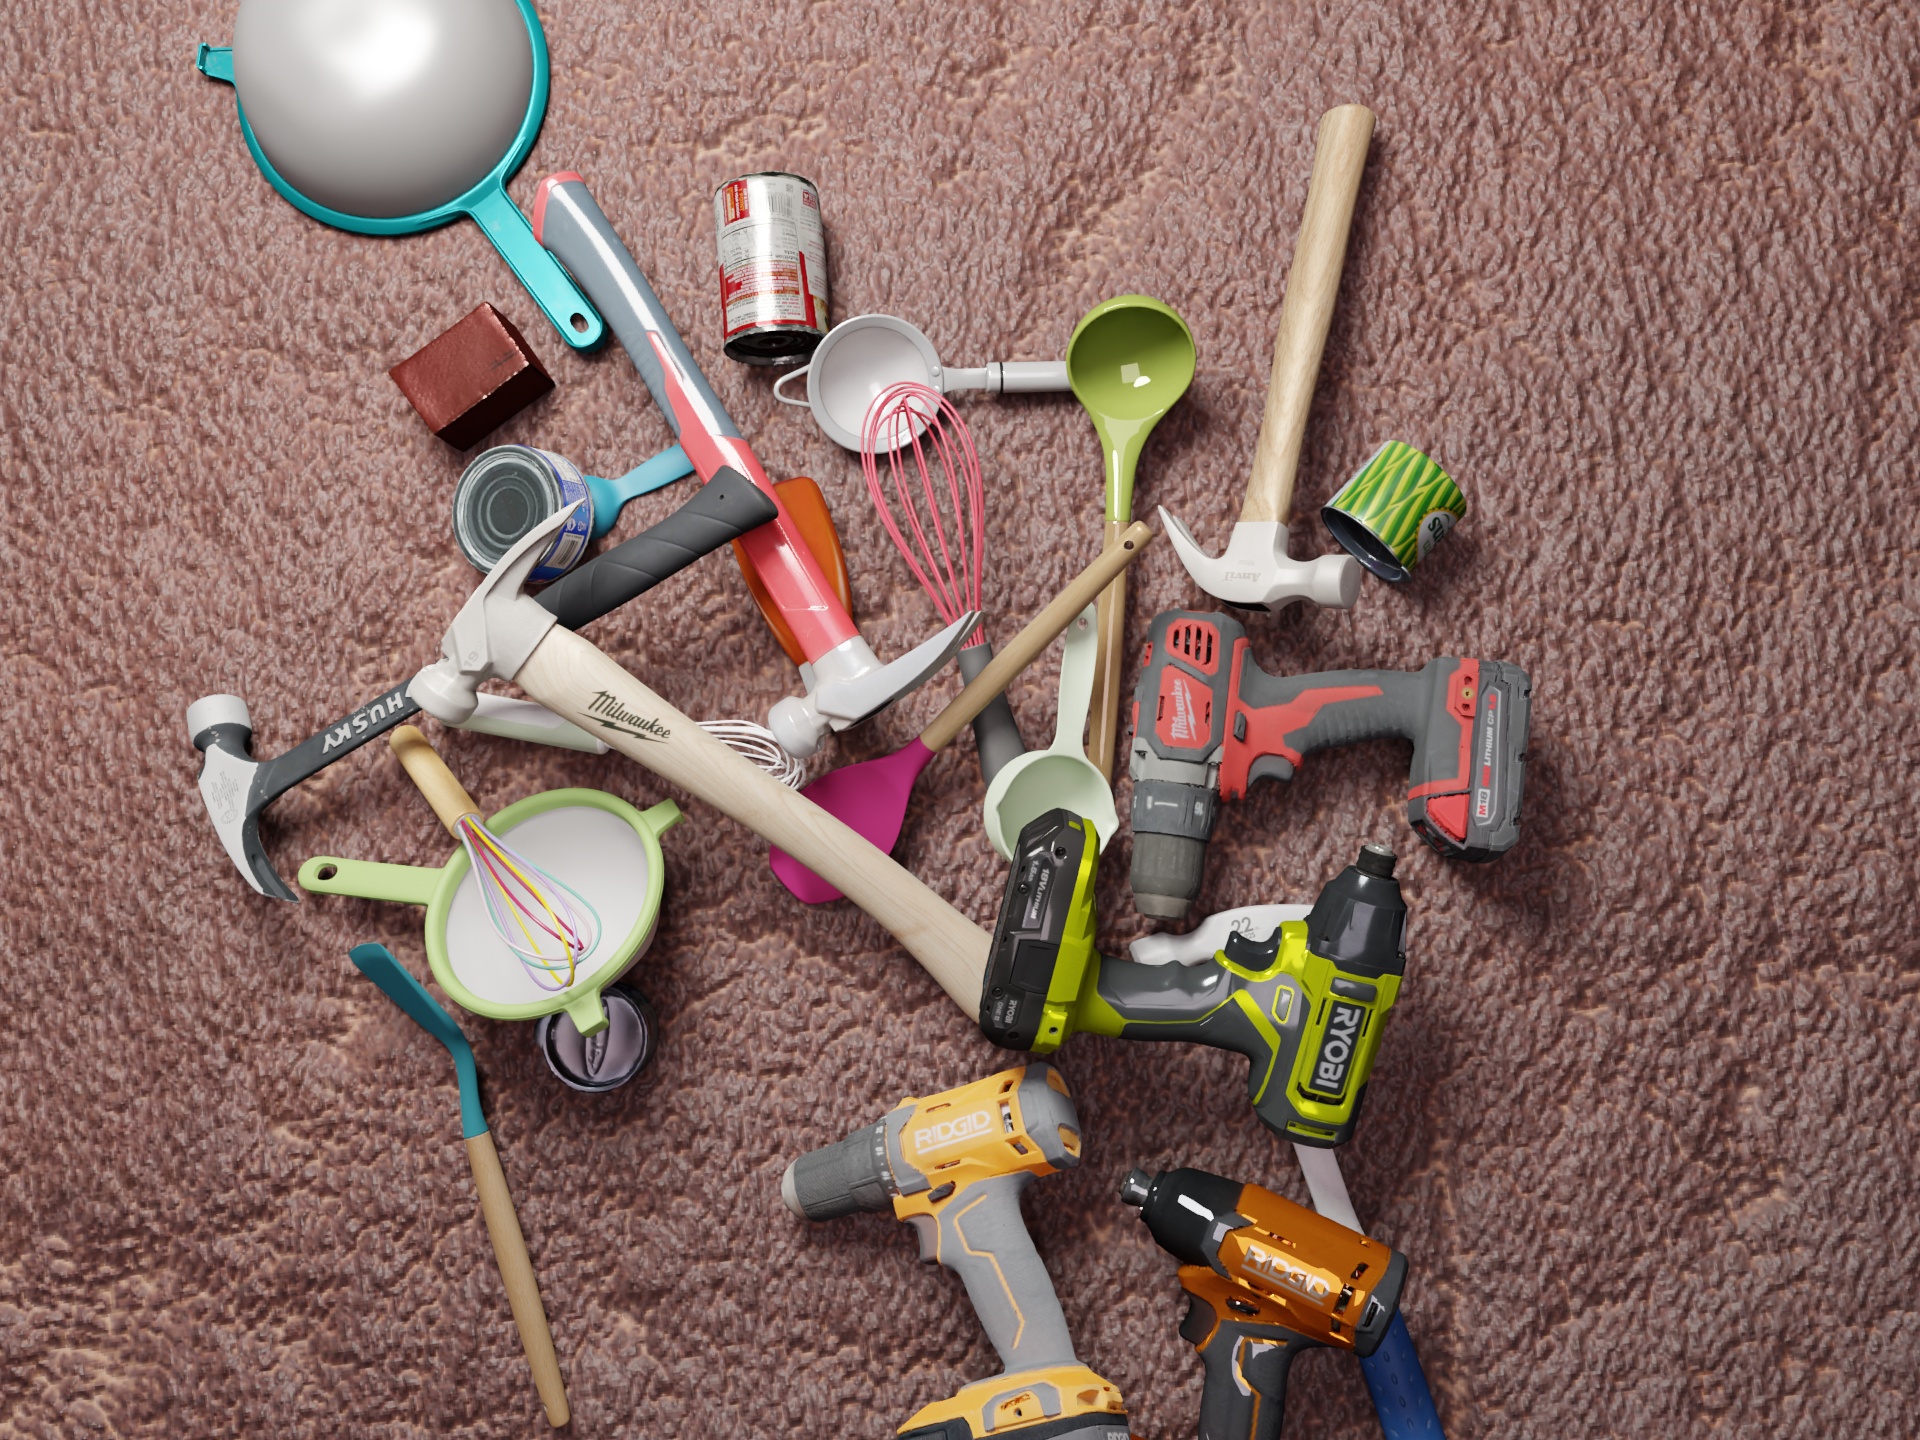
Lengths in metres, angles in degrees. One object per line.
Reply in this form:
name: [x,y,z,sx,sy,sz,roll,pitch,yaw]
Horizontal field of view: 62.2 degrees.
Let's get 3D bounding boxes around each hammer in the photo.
hammer: [-0.137,-0.176,0.957,0.143,0.038,0.386,-33,83,15]
hammer: [-0.287,-0.035,0.950,0.409,0.036,0.149,-28,66,11]
hammer: [0.205,-0.225,0.974,0.130,0.031,0.331,4,75,38]
hammer: [-0.105,0.045,0.923,0.410,0.038,0.146,37,101,-13]
hammer: [0.234,0.304,0.947,0.144,0.035,0.405,-19,85,2]

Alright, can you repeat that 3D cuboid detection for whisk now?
whisk: [0.002,-0.064,0.975,0.073,0.073,0.296,-16,93,2]
whisk: [-0.214,0.010,0.993,0.246,0.059,0.058,10,48,8]
whisk: [-0.282,0.071,0.940,0.051,0.047,0.245,-40,52,-10]

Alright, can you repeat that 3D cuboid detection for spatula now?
spatula: [-0.300,0.283,0.974,0.044,0.082,0.317,-16,88,-36]

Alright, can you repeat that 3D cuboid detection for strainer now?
strainer: [0.013,-0.214,1.001,0.258,0.050,0.086,-2,113,-3]
strainer: [-0.289,0.118,0.980,0.256,0.069,0.152,4,59,20]
strainer: [-0.340,-0.377,1.006,0.211,0.095,0.340,-38,83,0]

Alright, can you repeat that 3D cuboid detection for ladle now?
ladle: [0.094,-0.095,0.966,0.078,0.062,0.320,4,93,2]

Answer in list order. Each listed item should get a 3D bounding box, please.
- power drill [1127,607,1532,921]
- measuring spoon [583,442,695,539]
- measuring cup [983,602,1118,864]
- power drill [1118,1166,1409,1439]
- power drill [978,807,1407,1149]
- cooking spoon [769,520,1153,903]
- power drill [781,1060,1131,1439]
power drill: [0.211,0.036,0.949,0.226,0.080,0.188,7,83,7]
measuring spoon: [-0.203,-0.157,1.016,0.128,0.021,0.042,-27,84,3]
measuring cup: [0.057,0.011,0.955,0.083,0.038,0.167,9,90,-21]
power drill: [0.137,0.373,0.910,0.164,0.084,0.226,23,93,14]
power drill: [0.133,0.132,0.896,0.223,0.080,0.171,13,99,-1]
cooking spoon: [-0.002,-0.003,0.952,0.069,0.017,0.319,47,108,5]
power drill: [-0.007,0.325,0.905,0.185,0.084,0.226,-20,60,15]
